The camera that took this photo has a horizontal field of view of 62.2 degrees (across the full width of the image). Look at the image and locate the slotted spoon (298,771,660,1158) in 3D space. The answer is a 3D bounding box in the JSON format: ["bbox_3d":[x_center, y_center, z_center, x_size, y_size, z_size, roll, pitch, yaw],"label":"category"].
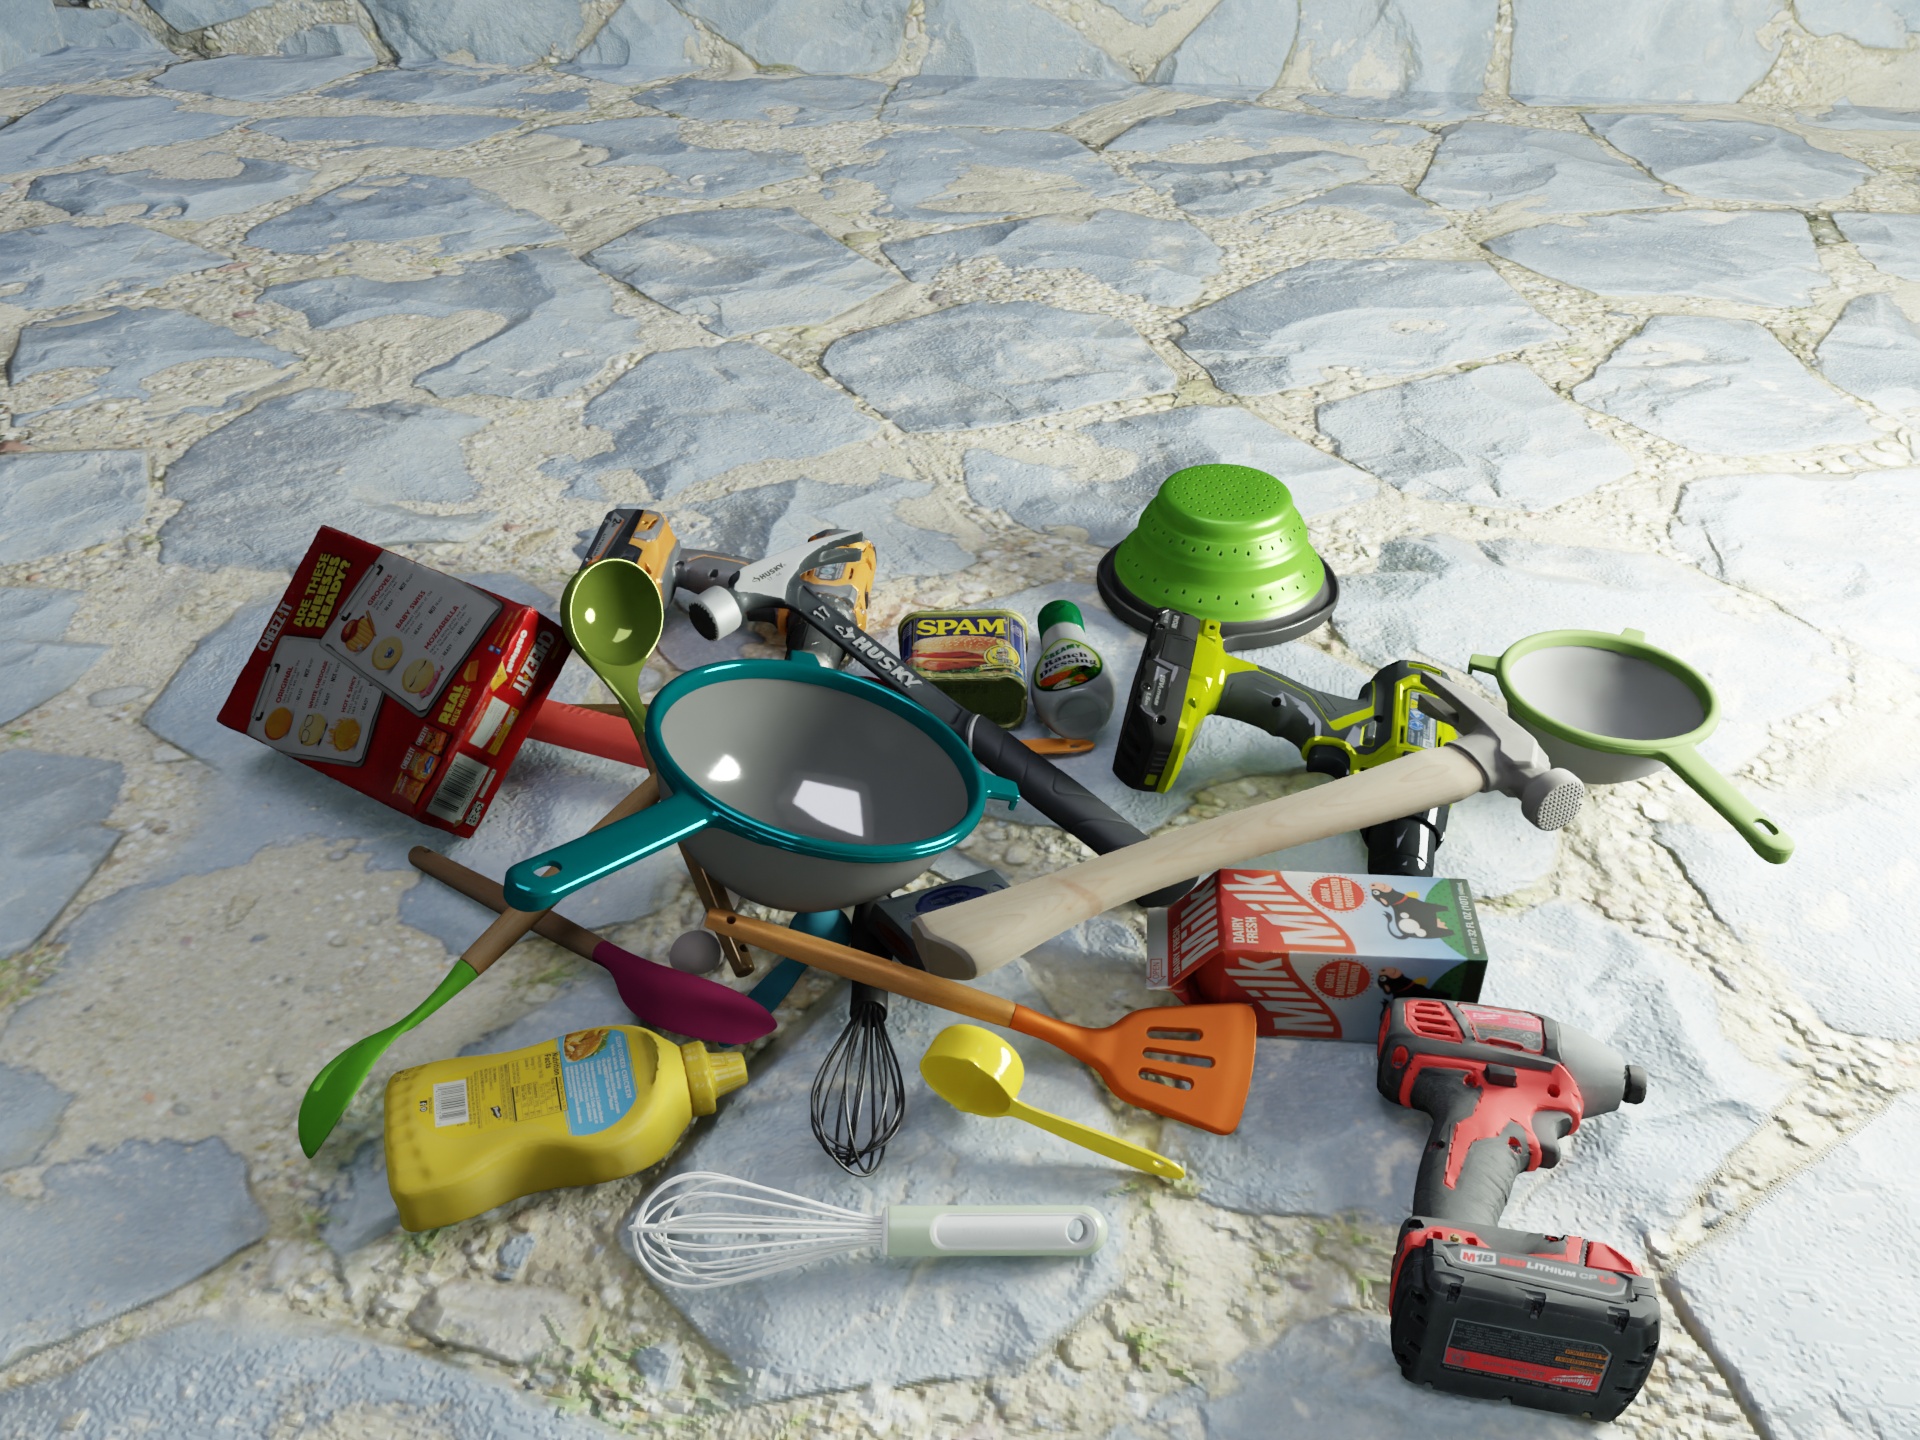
[{"bbox_3d":[-0.274,0.128,0.944,0.031,0.070,0.314,47,59,-8],"label":"slotted spoon"}]

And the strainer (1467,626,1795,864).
[{"bbox_3d":[0.472,0.030,1.097,0.151,0.069,0.257,-10,38,-15],"label":"strainer"}]

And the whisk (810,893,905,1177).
[{"bbox_3d":[-0.057,0.171,0.940,0.055,0.055,0.239,-1,32,0],"label":"whisk"}]

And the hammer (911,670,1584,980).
[{"bbox_3d":[0.163,0.066,0.962,0.410,0.038,0.146,-16,36,-16],"label":"hammer"}]

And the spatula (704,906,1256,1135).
[{"bbox_3d":[0.008,0.158,0.914,0.322,0.041,0.081,18,59,-1],"label":"spatula"}]

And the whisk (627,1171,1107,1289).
[{"bbox_3d":[-0.046,0.262,0.817,0.246,0.059,0.058,1,75,-4],"label":"whisk"}]

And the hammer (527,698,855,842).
[{"bbox_3d":[-0.233,0.023,1.131,0.359,0.036,0.149,13,41,17],"label":"hammer"}]

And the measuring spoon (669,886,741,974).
[{"bbox_3d":[-0.158,0.117,1.036,0.034,0.018,0.124,6,36,10],"label":"measuring spoon"}]

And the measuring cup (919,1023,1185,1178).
[{"bbox_3d":[0.053,0.211,0.880,0.156,0.062,0.029,21,52,10],"label":"measuring cup"}]

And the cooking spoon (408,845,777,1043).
[{"bbox_3d":[-0.243,0.135,0.996,0.319,0.017,0.068,19,18,32],"label":"cooking spoon"}]

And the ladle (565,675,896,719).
[{"bbox_3d":[-0.198,-0.002,1.191,0.315,0.031,0.069,1,60,7],"label":"ladle"}]

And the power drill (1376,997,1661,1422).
[{"bbox_3d":[0.290,0.236,0.822,0.143,0.078,0.220,7,34,10],"label":"power drill"}]

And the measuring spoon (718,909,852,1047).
[{"bbox_3d":[-0.111,0.153,0.983,0.042,0.021,0.129,18,41,23],"label":"measuring spoon"}]

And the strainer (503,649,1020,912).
[{"bbox_3d":[-0.133,0.070,0.931,0.211,0.095,0.340,32,32,24],"label":"strainer"}]

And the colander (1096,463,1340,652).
[{"bbox_3d":[0.191,-0.105,1.265,0.204,0.094,0.397,11,38,16],"label":"colander"}]

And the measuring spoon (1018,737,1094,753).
[{"bbox_3d":[0.041,0.024,1.168,0.117,0.011,0.021,-3,26,-9],"label":"measuring spoon"}]

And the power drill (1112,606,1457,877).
[{"bbox_3d":[0.227,0.020,1.090,0.228,0.080,0.191,16,48,3],"label":"power drill"}]

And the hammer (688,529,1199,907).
[{"bbox_3d":[-0.002,-0.004,1.114,0.409,0.036,0.149,37,54,24],"label":"hammer"}]

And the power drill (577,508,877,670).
[{"bbox_3d":[-0.187,-0.093,1.275,0.226,0.084,0.186,6,39,2],"label":"power drill"}]

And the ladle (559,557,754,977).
[{"bbox_3d":[-0.192,0.024,1.052,0.078,0.062,0.320,5,48,-46],"label":"ladle"}]
